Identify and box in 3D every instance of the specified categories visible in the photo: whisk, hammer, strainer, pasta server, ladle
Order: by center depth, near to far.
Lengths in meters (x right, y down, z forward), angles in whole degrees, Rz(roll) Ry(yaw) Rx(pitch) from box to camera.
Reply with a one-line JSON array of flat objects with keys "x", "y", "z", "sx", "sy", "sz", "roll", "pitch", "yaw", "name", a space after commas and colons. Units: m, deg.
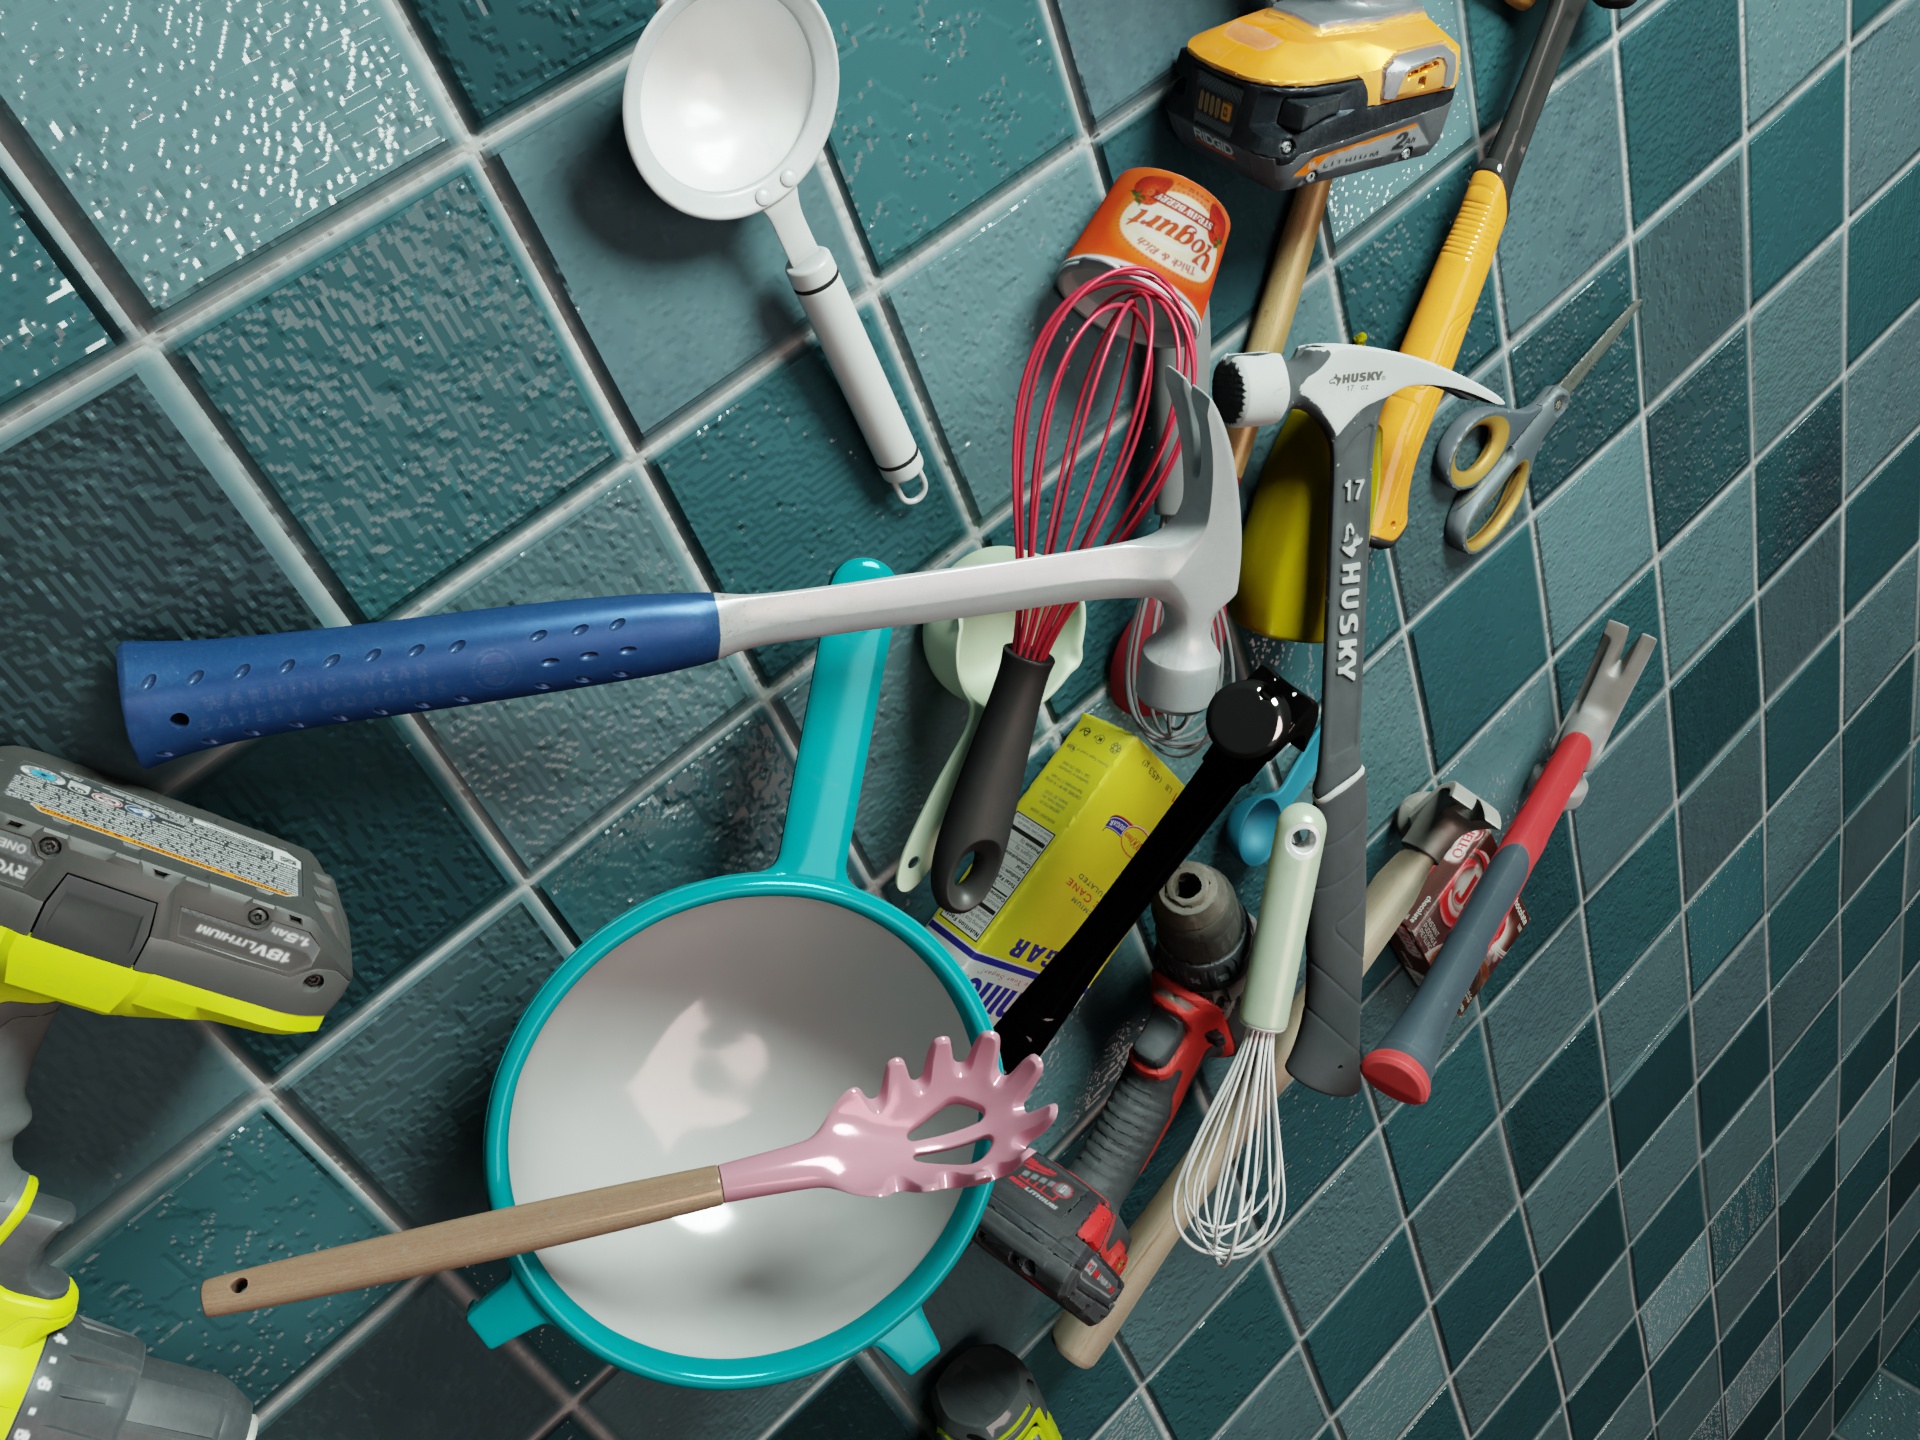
[{"x": -0.079, "y": -0.041, "z": 0.575, "sx": 0.405, "sy": 0.035, "sz": 0.144, "roll": -9, "pitch": 125, "yaw": -19, "name": "hammer"}, {"x": -0.118, "y": 0.178, "z": 0.600, "sx": 0.316, "sy": 0.060, "sz": 0.040, "roll": -9, "pitch": 144, "yaw": -14, "name": "pasta server"}, {"x": -0.062, "y": -0.177, "z": 0.603, "sx": 0.087, "sy": 0.050, "sz": 0.258, "roll": -39, "pitch": 136, "yaw": -12, "name": "strainer"}, {"x": -0.081, "y": 0.099, "z": 0.675, "sx": 0.211, "sy": 0.095, "sz": 0.340, "roll": 11, "pitch": 90, "yaw": -18, "name": "strainer"}, {"x": 0.036, "y": -0.046, "z": 0.681, "sx": 0.073, "sy": 0.073, "sz": 0.295, "roll": -1, "pitch": 115, "yaw": -40, "name": "whisk"}, {"x": 0.053, "y": 0.114, "z": 0.737, "sx": 0.334, "sy": 0.035, "sz": 0.146, "roll": -55, "pitch": 166, "yaw": 15, "name": "hammer"}, {"x": 0.105, "y": -0.100, "z": 0.755, "sx": 0.055, "sy": 0.055, "sz": 0.239, "roll": -9, "pitch": 103, "yaw": -37, "name": "whisk"}, {"x": 0.141, "y": -0.148, "z": 0.796, "sx": 0.069, "sy": 0.031, "sz": 0.315, "roll": 8, "pitch": 102, "yaw": -39, "name": "ladle"}, {"x": 0.152, "y": 0.161, "z": 0.810, "sx": 0.058, "sy": 0.059, "sz": 0.246, "roll": 9, "pitch": 98, "yaw": -1, "name": "whisk"}, {"x": 0.201, "y": 0.012, "z": 0.826, "sx": 0.149, "sy": 0.036, "sz": 0.408, "roll": -9, "pitch": 109, "yaw": -19, "name": "hammer"}, {"x": 0.266, "y": -0.253, "z": 0.832, "sx": 0.127, "sy": 0.034, "sz": 0.336, "roll": 1, "pitch": 112, "yaw": -48, "name": "hammer"}, {"x": 0.325, "y": 0.081, "z": 0.935, "sx": 0.386, "sy": 0.038, "sz": 0.143, "roll": -42, "pitch": 151, "yaw": -44, "name": "hammer"}, {"x": 0.183, "y": 0.211, "z": 0.945, "sx": 0.410, "sy": 0.038, "sz": 0.146, "roll": -55, "pitch": 173, "yaw": -1, "name": "hammer"}]

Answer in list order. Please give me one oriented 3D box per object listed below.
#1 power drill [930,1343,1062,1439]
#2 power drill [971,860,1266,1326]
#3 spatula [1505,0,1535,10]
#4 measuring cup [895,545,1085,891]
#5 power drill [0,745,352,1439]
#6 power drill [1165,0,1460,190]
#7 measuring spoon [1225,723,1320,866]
[{"x": -0.025, "y": 0.488, "z": 0.910, "sx": 0.223, "sy": 0.080, "sz": 0.171, "roll": -39, "pitch": 129, "yaw": -24, "name": "power drill"}, {"x": 0.089, "y": 0.188, "z": 0.837, "sx": 0.227, "sy": 0.080, "sz": 0.187, "roll": -53, "pitch": 150, "yaw": -16, "name": "power drill"}, {"x": 0.183, "y": -0.385, "z": 0.712, "sx": 0.322, "sy": 0.041, "sz": 0.081, "roll": 8, "pitch": 122, "yaw": -43, "name": "spatula"}, {"x": -0.001, "y": -0.002, "z": 0.734, "sx": 0.083, "sy": 0.038, "sz": 0.167, "roll": 19, "pitch": 98, "yaw": -43, "name": "measuring cup"}, {"x": -0.288, "y": 0.142, "z": 0.506, "sx": 0.190, "sy": 0.080, "sz": 0.228, "roll": 26, "pitch": 92, "yaw": -26, "name": "power drill"}, {"x": 0.142, "y": -0.338, "z": 0.639, "sx": 0.185, "sy": 0.084, "sz": 0.226, "roll": -22, "pitch": 137, "yaw": -27, "name": "power drill"}, {"x": 0.190, "y": 0.030, "z": 0.927, "sx": 0.129, "sy": 0.021, "sz": 0.042, "roll": -51, "pitch": 133, "yaw": -23, "name": "measuring spoon"}]
